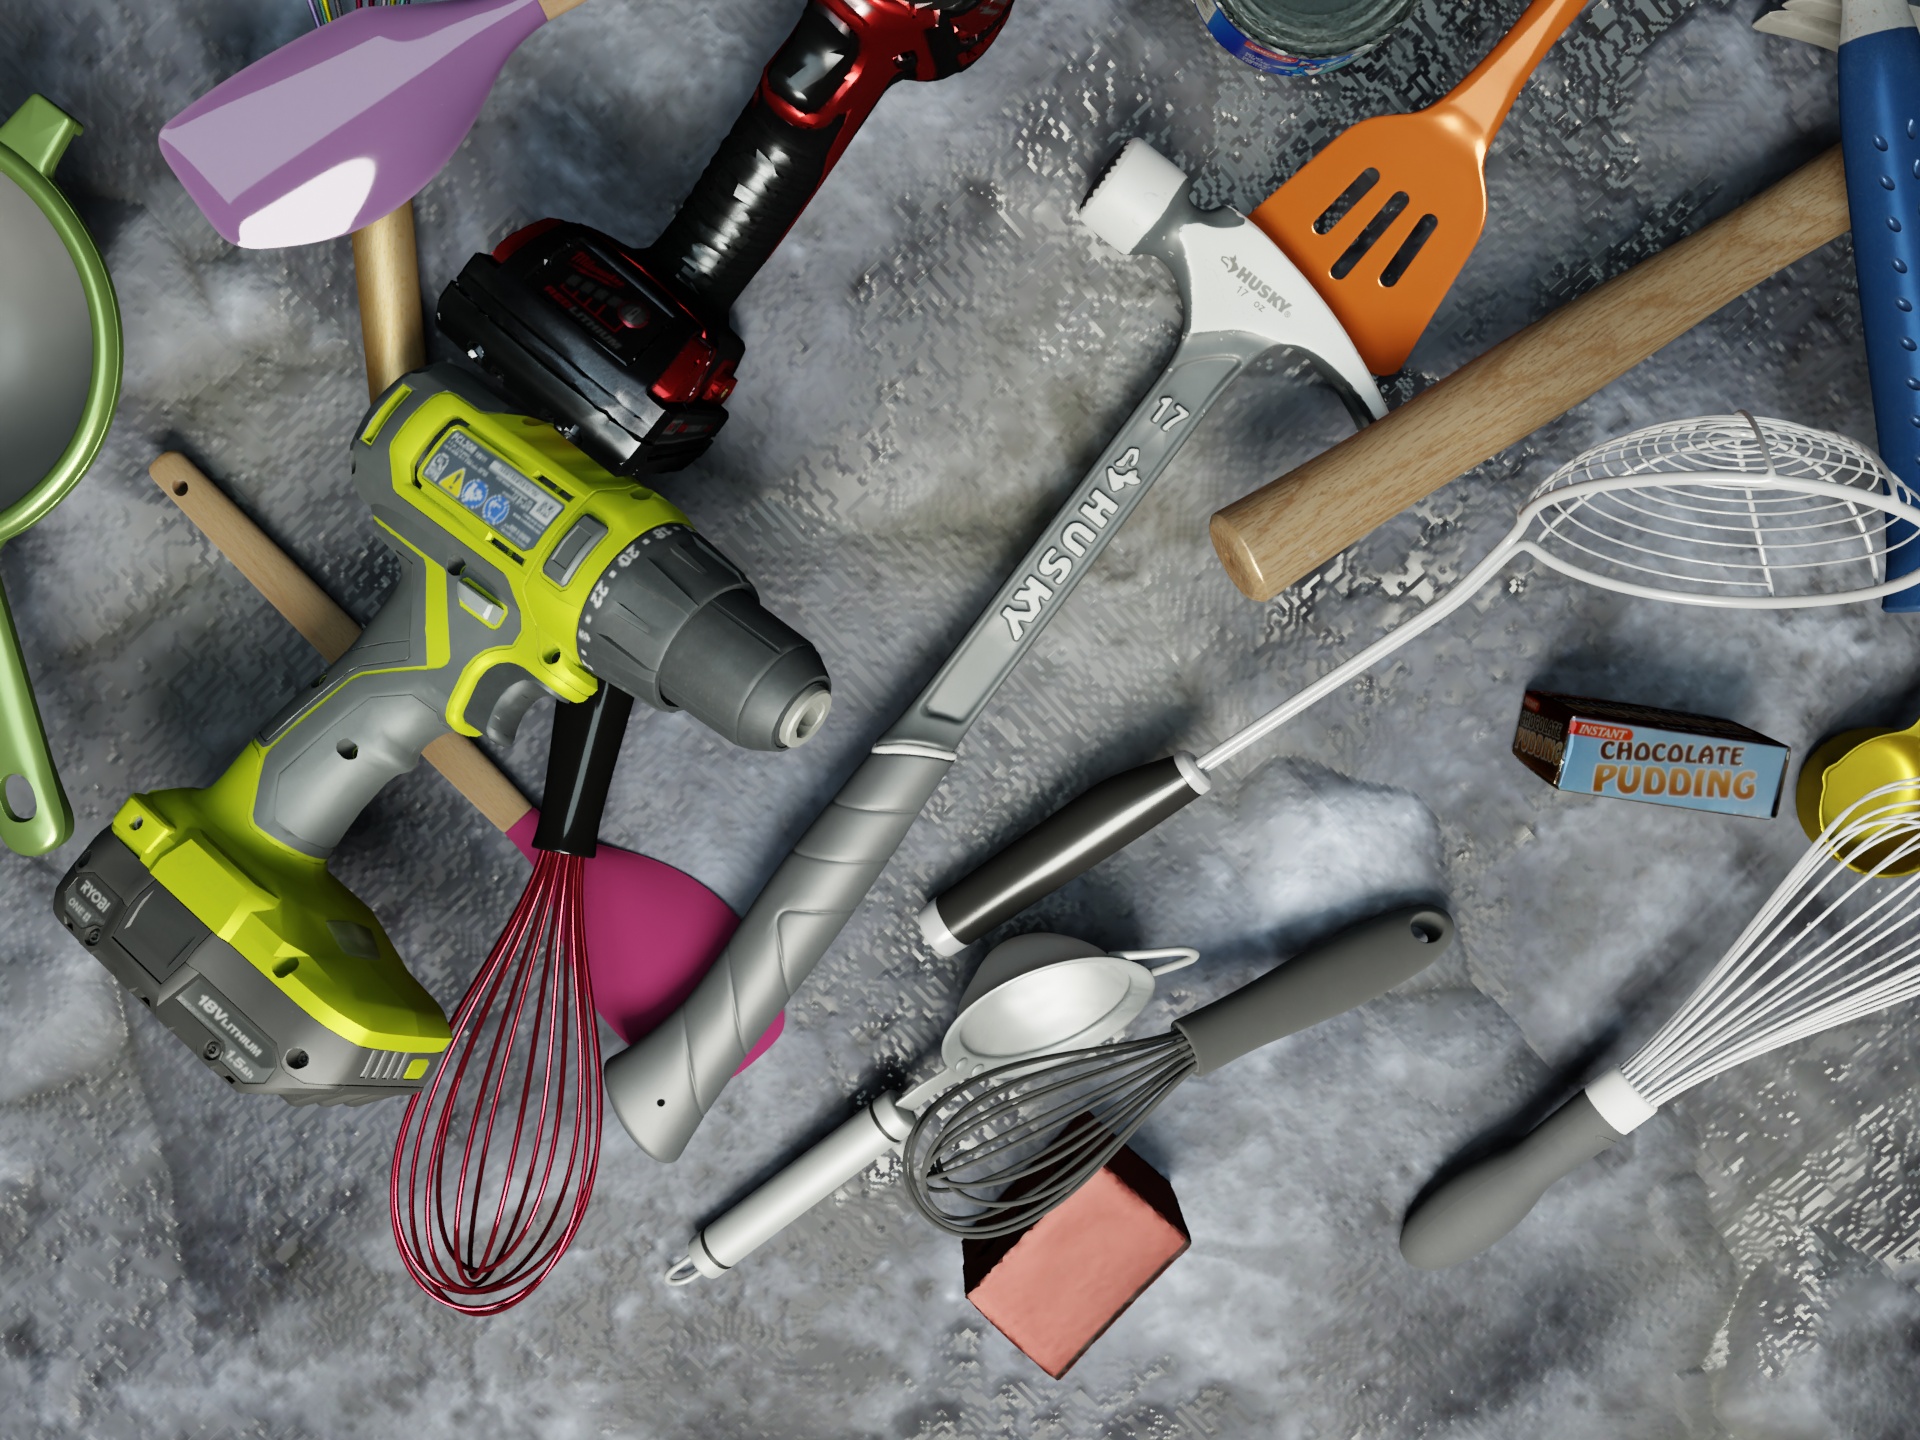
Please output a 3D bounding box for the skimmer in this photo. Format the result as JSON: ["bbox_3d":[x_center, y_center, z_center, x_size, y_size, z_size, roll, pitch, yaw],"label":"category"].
[{"bbox_3d":[0.146,0.009,0.561,0.363,0.127,0.090,-34,64,15],"label":"skimmer"}]

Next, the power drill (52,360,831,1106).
[{"bbox_3d":[-0.170,0.013,0.535,0.191,0.080,0.228,35,86,18],"label":"power drill"}]

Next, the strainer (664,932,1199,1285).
[{"bbox_3d":[-0.021,0.148,0.623,0.258,0.050,0.086,-39,142,11],"label":"strainer"}]

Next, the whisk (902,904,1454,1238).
[{"bbox_3d":[0.088,0.125,0.594,0.239,0.055,0.055,-23,100,-15],"label":"whisk"}]

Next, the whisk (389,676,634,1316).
[{"bbox_3d":[-0.148,0.067,0.582,0.073,0.073,0.296,11,85,-3],"label":"whisk"}]

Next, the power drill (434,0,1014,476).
[{"bbox_3d":[-0.064,-0.187,0.515,0.078,0.143,0.219,40,99,-5],"label":"power drill"}]

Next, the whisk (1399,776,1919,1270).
[{"bbox_3d":[0.275,0.124,0.600,0.070,0.070,0.284,42,109,-7],"label":"whisk"}]

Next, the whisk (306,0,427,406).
[{"bbox_3d":[-0.204,-0.217,0.560,0.051,0.047,0.245,-2,104,-2],"label":"whisk"}]

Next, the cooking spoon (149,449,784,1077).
[{"bbox_3d":[-0.188,0.020,0.609,0.069,0.017,0.319,-42,99,6],"label":"cooking spoon"}]

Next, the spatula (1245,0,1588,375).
[{"bbox_3d":[0.214,-0.260,0.516,0.081,0.041,0.322,37,111,-2],"label":"spatula"}]

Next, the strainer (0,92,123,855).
[{"bbox_3d":[-0.348,-0.081,0.564,0.151,0.069,0.256,-11,100,-1],"label":"strainer"}]

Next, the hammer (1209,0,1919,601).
[{"bbox_3d":[0.232,-0.143,0.561,0.331,0.031,0.130,-31,96,-5],"label":"hammer"}]

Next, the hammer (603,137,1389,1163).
[{"bbox_3d":[-0.001,-0.002,0.592,0.149,0.036,0.409,35,96,-10],"label":"hammer"}]

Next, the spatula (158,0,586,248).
[{"bbox_3d":[-0.122,-0.257,0.542,0.316,0.018,0.059,-34,116,-4],"label":"spatula"}]

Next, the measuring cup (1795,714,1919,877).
[{"bbox_3d":[0.374,-0.014,0.609,0.062,0.029,0.156,25,96,-5],"label":"measuring cup"}]

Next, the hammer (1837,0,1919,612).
[{"bbox_3d":[0.311,-0.240,0.531,0.144,0.035,0.405,-10,94,-6],"label":"hammer"}]
